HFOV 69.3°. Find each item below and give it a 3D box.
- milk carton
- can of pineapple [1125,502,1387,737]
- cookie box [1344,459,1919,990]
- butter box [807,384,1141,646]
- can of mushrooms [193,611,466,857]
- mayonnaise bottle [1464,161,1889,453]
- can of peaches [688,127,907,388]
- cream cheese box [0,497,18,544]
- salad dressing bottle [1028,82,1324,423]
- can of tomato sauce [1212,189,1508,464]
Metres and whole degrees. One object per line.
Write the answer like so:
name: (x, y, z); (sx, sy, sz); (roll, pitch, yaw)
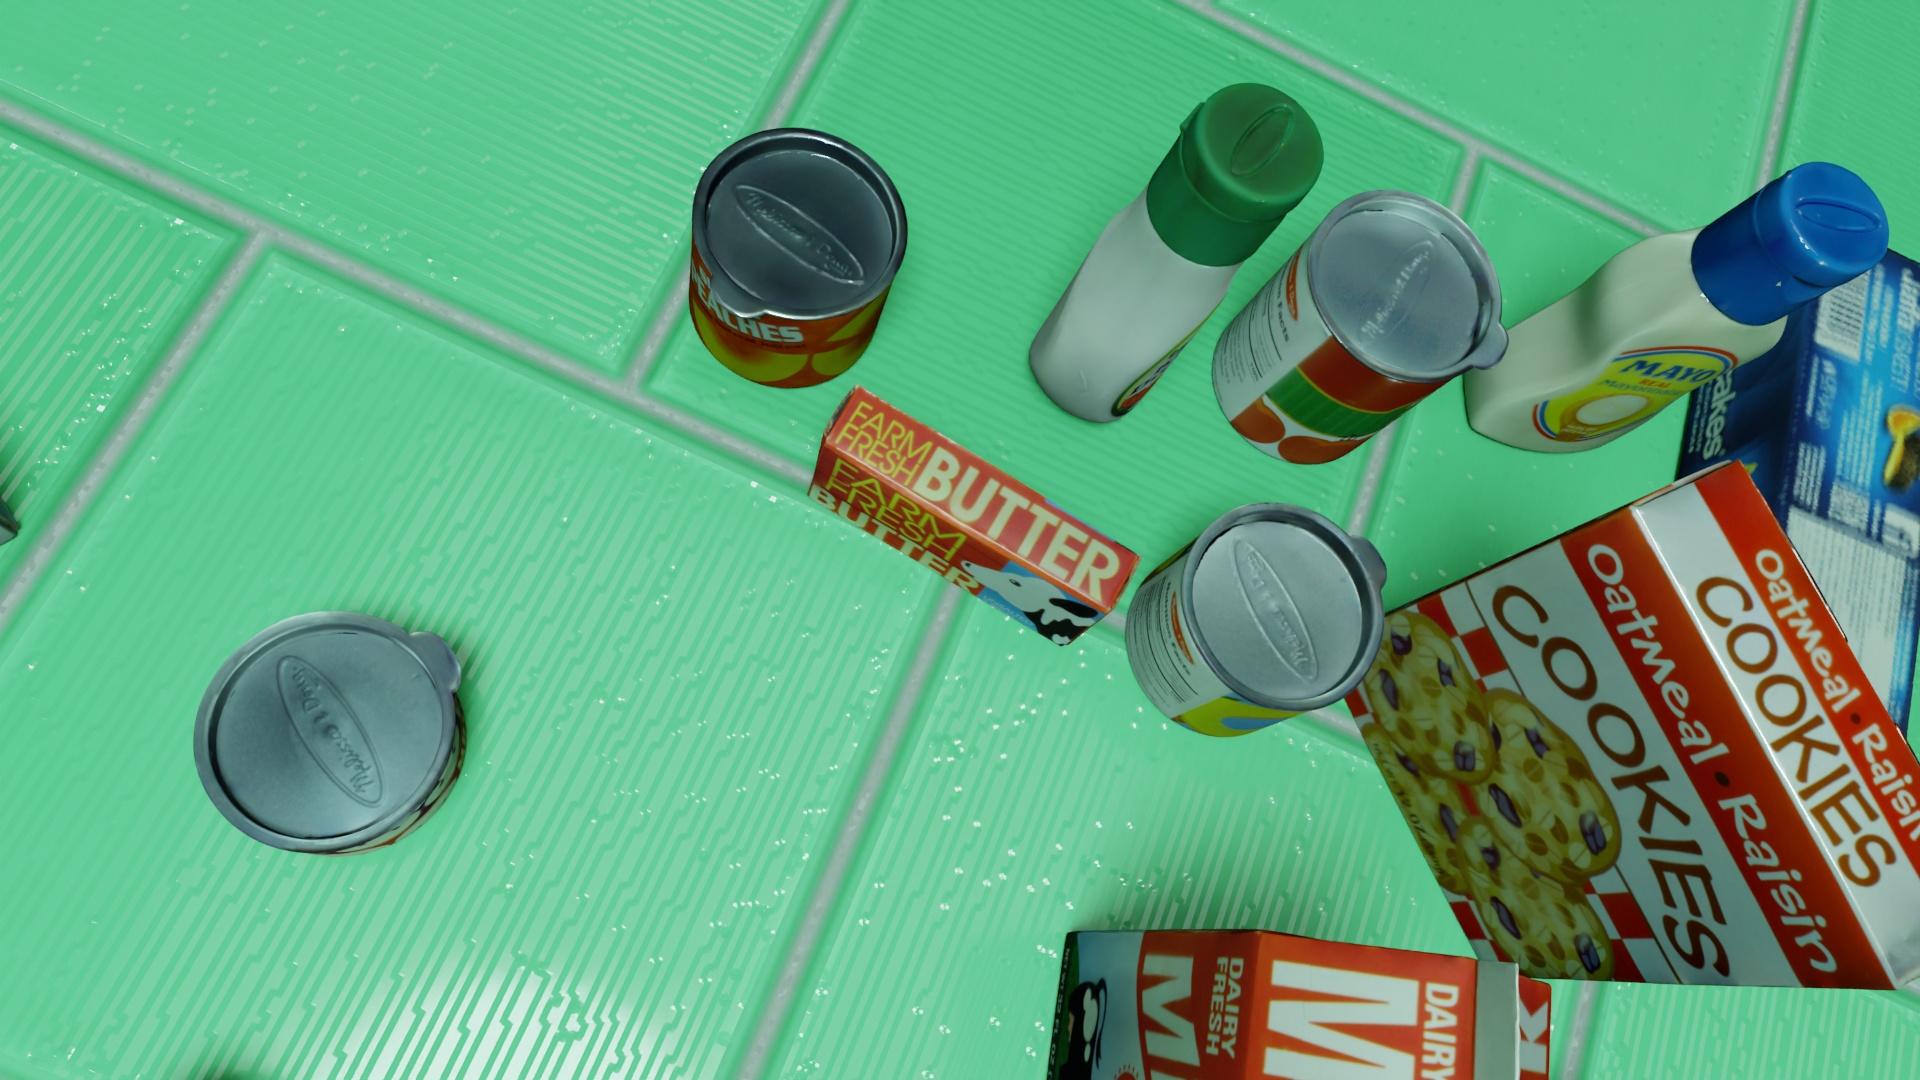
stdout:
milk carton: (0.081, 0.137, 0.341); (0.073, 0.190, 0.072); (13, 72, -9)
can of pineapple: (0.095, 0.027, 0.449); (0.071, 0.057, 0.071); (4, 73, -12)
cookie box: (0.183, 0.061, 0.400); (0.040, 0.167, 0.123); (-22, 80, -18)
butter box: (0.002, -0.006, 0.440); (0.103, 0.053, 0.024); (31, 70, -2)
can of mushrooms: (-0.174, 0.054, 0.393); (0.071, 0.033, 0.071); (4, 73, -12)
mayonnaise bottle: (0.233, -0.072, 0.462); (0.065, 0.147, 0.041); (6, 73, -11)
can of peaches: (-0.056, -0.088, 0.450); (0.071, 0.058, 0.071); (4, 73, -12)
cream cheese box: (-0.306, -0.044, 0.383); (0.024, 0.053, 0.104); (-33, 83, -19)
salad dressing bottle: (0.062, -0.083, 0.427); (0.044, 0.147, 0.064); (39, 70, 1)
can of tomato sauce: (0.133, -0.068, 0.473); (0.071, 0.083, 0.071); (4, 73, -12)
